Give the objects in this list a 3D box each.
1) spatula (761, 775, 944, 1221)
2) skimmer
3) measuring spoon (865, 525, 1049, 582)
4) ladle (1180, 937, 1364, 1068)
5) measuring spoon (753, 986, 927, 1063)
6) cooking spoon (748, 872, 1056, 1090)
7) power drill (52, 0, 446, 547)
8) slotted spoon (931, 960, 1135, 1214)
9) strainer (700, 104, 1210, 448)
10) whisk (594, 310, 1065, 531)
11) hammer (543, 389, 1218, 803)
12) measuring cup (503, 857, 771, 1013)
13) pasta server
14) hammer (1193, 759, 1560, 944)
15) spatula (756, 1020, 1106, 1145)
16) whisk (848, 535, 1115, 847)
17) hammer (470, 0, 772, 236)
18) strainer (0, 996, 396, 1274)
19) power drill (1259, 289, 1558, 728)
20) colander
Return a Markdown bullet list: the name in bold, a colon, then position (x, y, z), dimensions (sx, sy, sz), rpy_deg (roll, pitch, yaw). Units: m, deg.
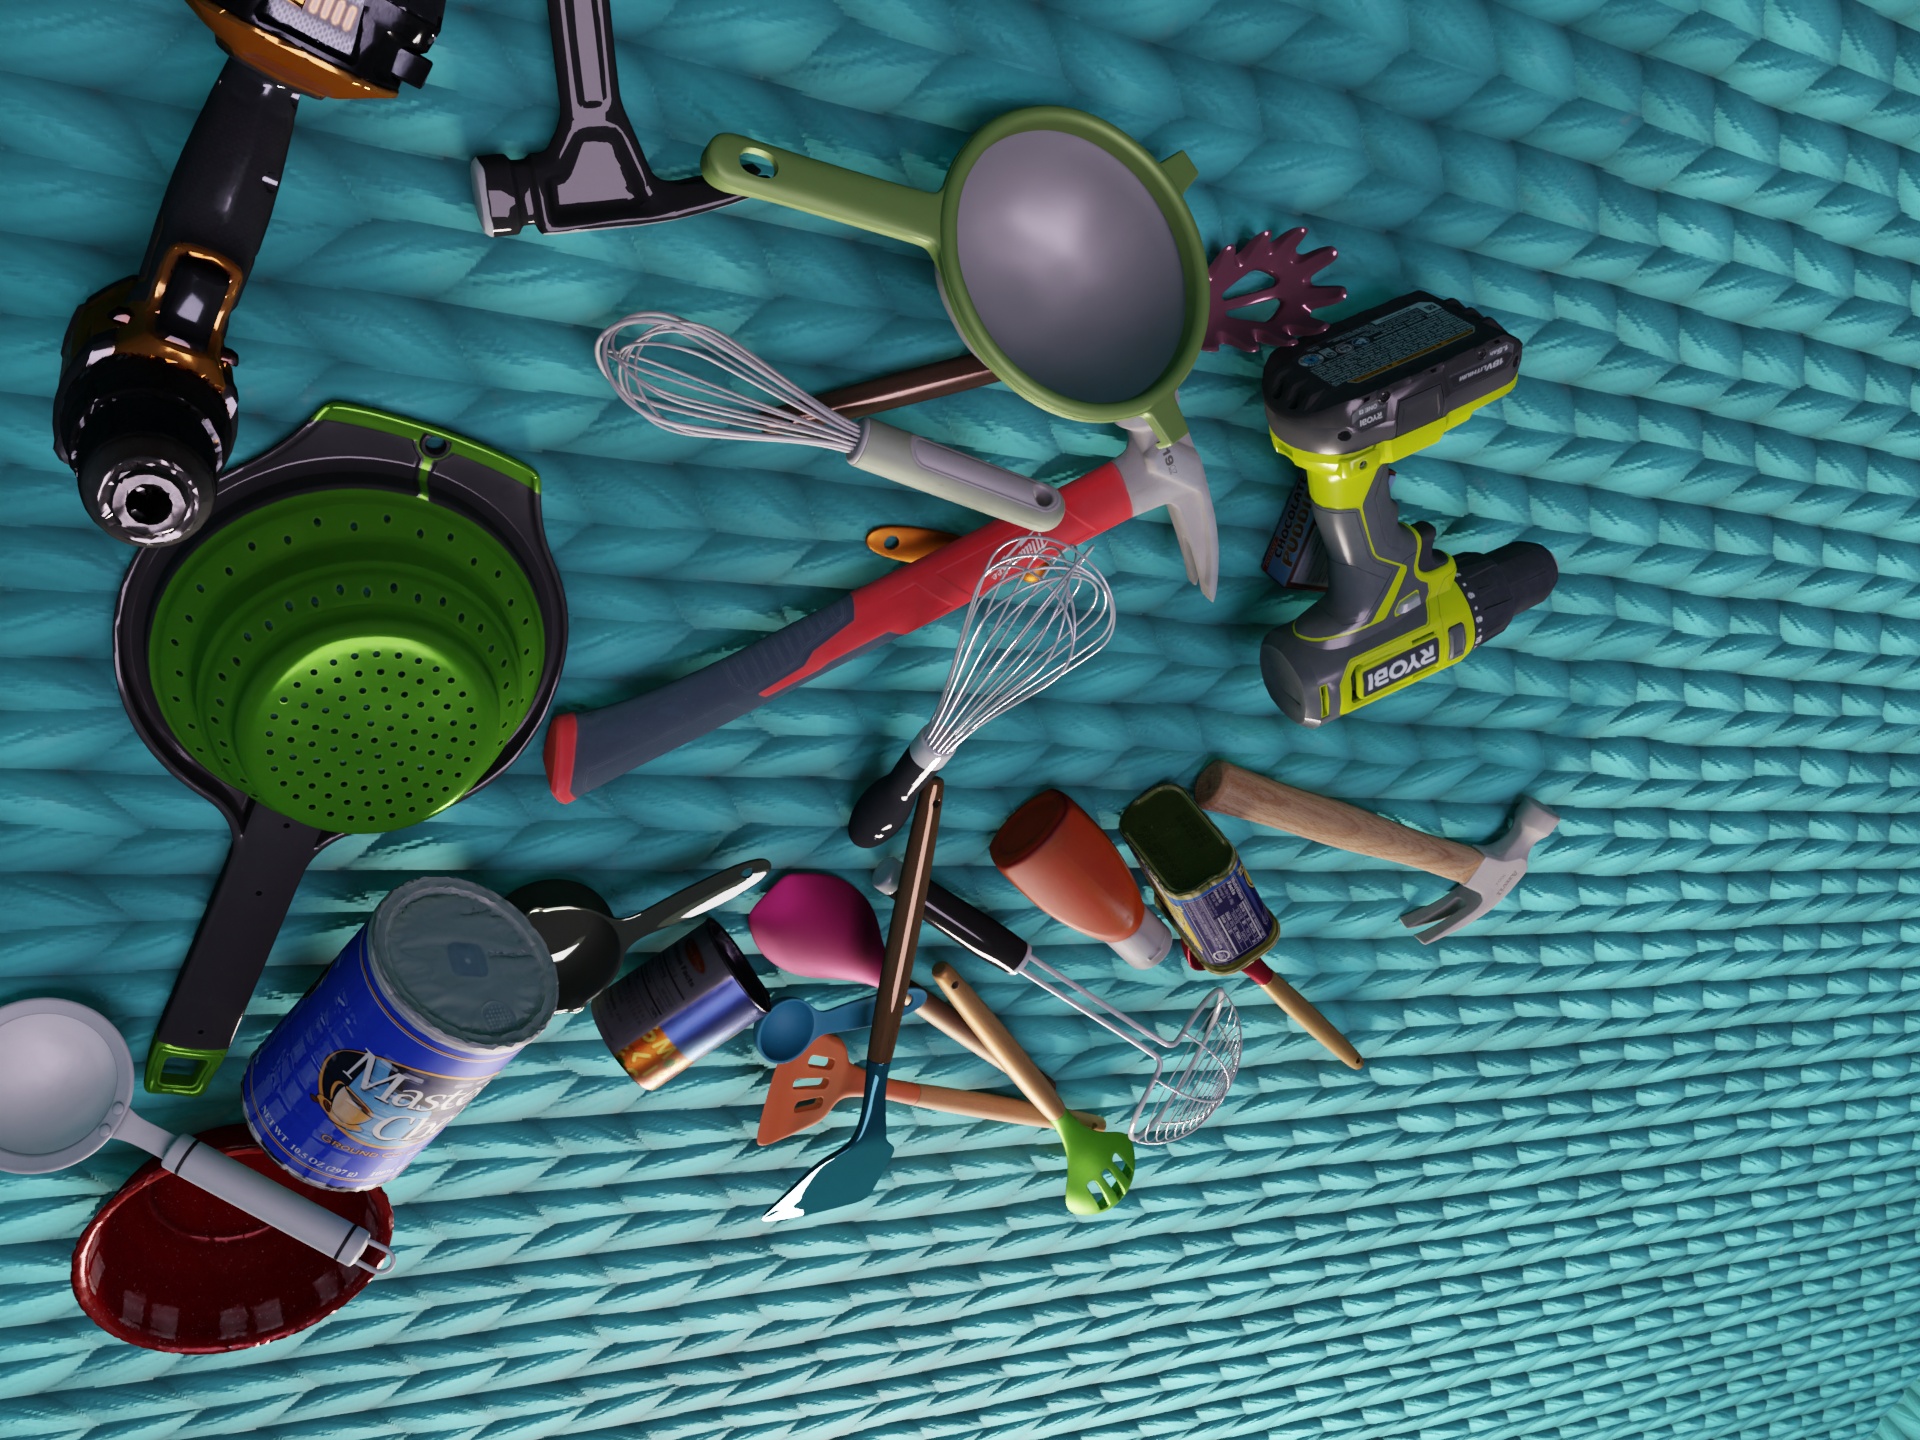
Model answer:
- **spatula**: position (-0.053, 0.179, 0.978), dimensions (0.082, 0.044, 0.317), rpy_deg (0, 109, -37)
- **skimmer**: position (0.067, 0.181, 1.082), dimensions (0.363, 0.090, 0.127), rpy_deg (36, 82, -29)
- **measuring spoon**: position (0.001, -0.091, 0.876), dimensions (0.116, 0.011, 0.021), rpy_deg (7, 118, -30)
- **ladle**: position (0.239, 0.200, 1.189), dimensions (0.069, 0.031, 0.315), rpy_deg (-56, 133, -9)
- **measuring spoon**: position (-0.077, 0.182, 0.995), dimensions (0.128, 0.021, 0.042), rpy_deg (-6, 107, -39)
- **cooking spoon**: position (-0.025, 0.185, 1.047), dimensions (0.069, 0.017, 0.318), rpy_deg (-46, 130, 2)
- **power drill**: position (-0.264, -0.180, 0.569), dimensions (0.084, 0.186, 0.226), rpy_deg (19, 108, -34)
- **slotted spoon**: position (0.055, 0.262, 1.112), dimensions (0.070, 0.031, 0.313), rpy_deg (-45, 129, -15)
- **strainer**: position (-0.005, -0.215, 0.738), dimensions (0.256, 0.069, 0.151), rpy_deg (8, 79, -27)
- **whisk**: position (-0.056, -0.138, 0.765), dimensions (0.246, 0.058, 0.059), rpy_deg (17, 148, -23)
- **hammer**: position (-0.040, -0.046, 0.859), dimensions (0.386, 0.038, 0.143), rpy_deg (-27, 128, -6)
- **measuring cup**: position (-0.189, 0.106, 0.898), dimensions (0.167, 0.038, 0.083), rpy_deg (-23, 129, -14)
- **pasta server**: position (0.050, -0.192, 0.817), dimensions (0.316, 0.040, 0.060), rpy_deg (-17, 99, -14)
- **hammer**: position (0.291, 0.083, 1.133), dimensions (0.331, 0.031, 0.130), rpy_deg (17, 112, -34)
- **spatula**: position (-0.009, 0.264, 1.094), dimensions (0.322, 0.041, 0.081), rpy_deg (20, 86, -38)
- **whisk**: position (0.000, -0.002, 0.849), dimensions (0.070, 0.070, 0.284), rpy_deg (1, 147, -28)
- **hammer**: position (-0.145, -0.358, 0.604), dimensions (0.127, 0.034, 0.336), rpy_deg (-13, 126, -18)
- **strainer**: position (-0.402, 0.216, 0.805), dimensions (0.258, 0.050, 0.087), rpy_deg (31, 79, -6)
- **power drill**: position (0.259, -0.119, 0.910), dimensions (0.190, 0.080, 0.228), rpy_deg (-24, 130, -11)
- **colander**: position (-0.313, 0.052, 0.757), dimensions (0.204, 0.095, 0.397), rpy_deg (16, 113, -34)
